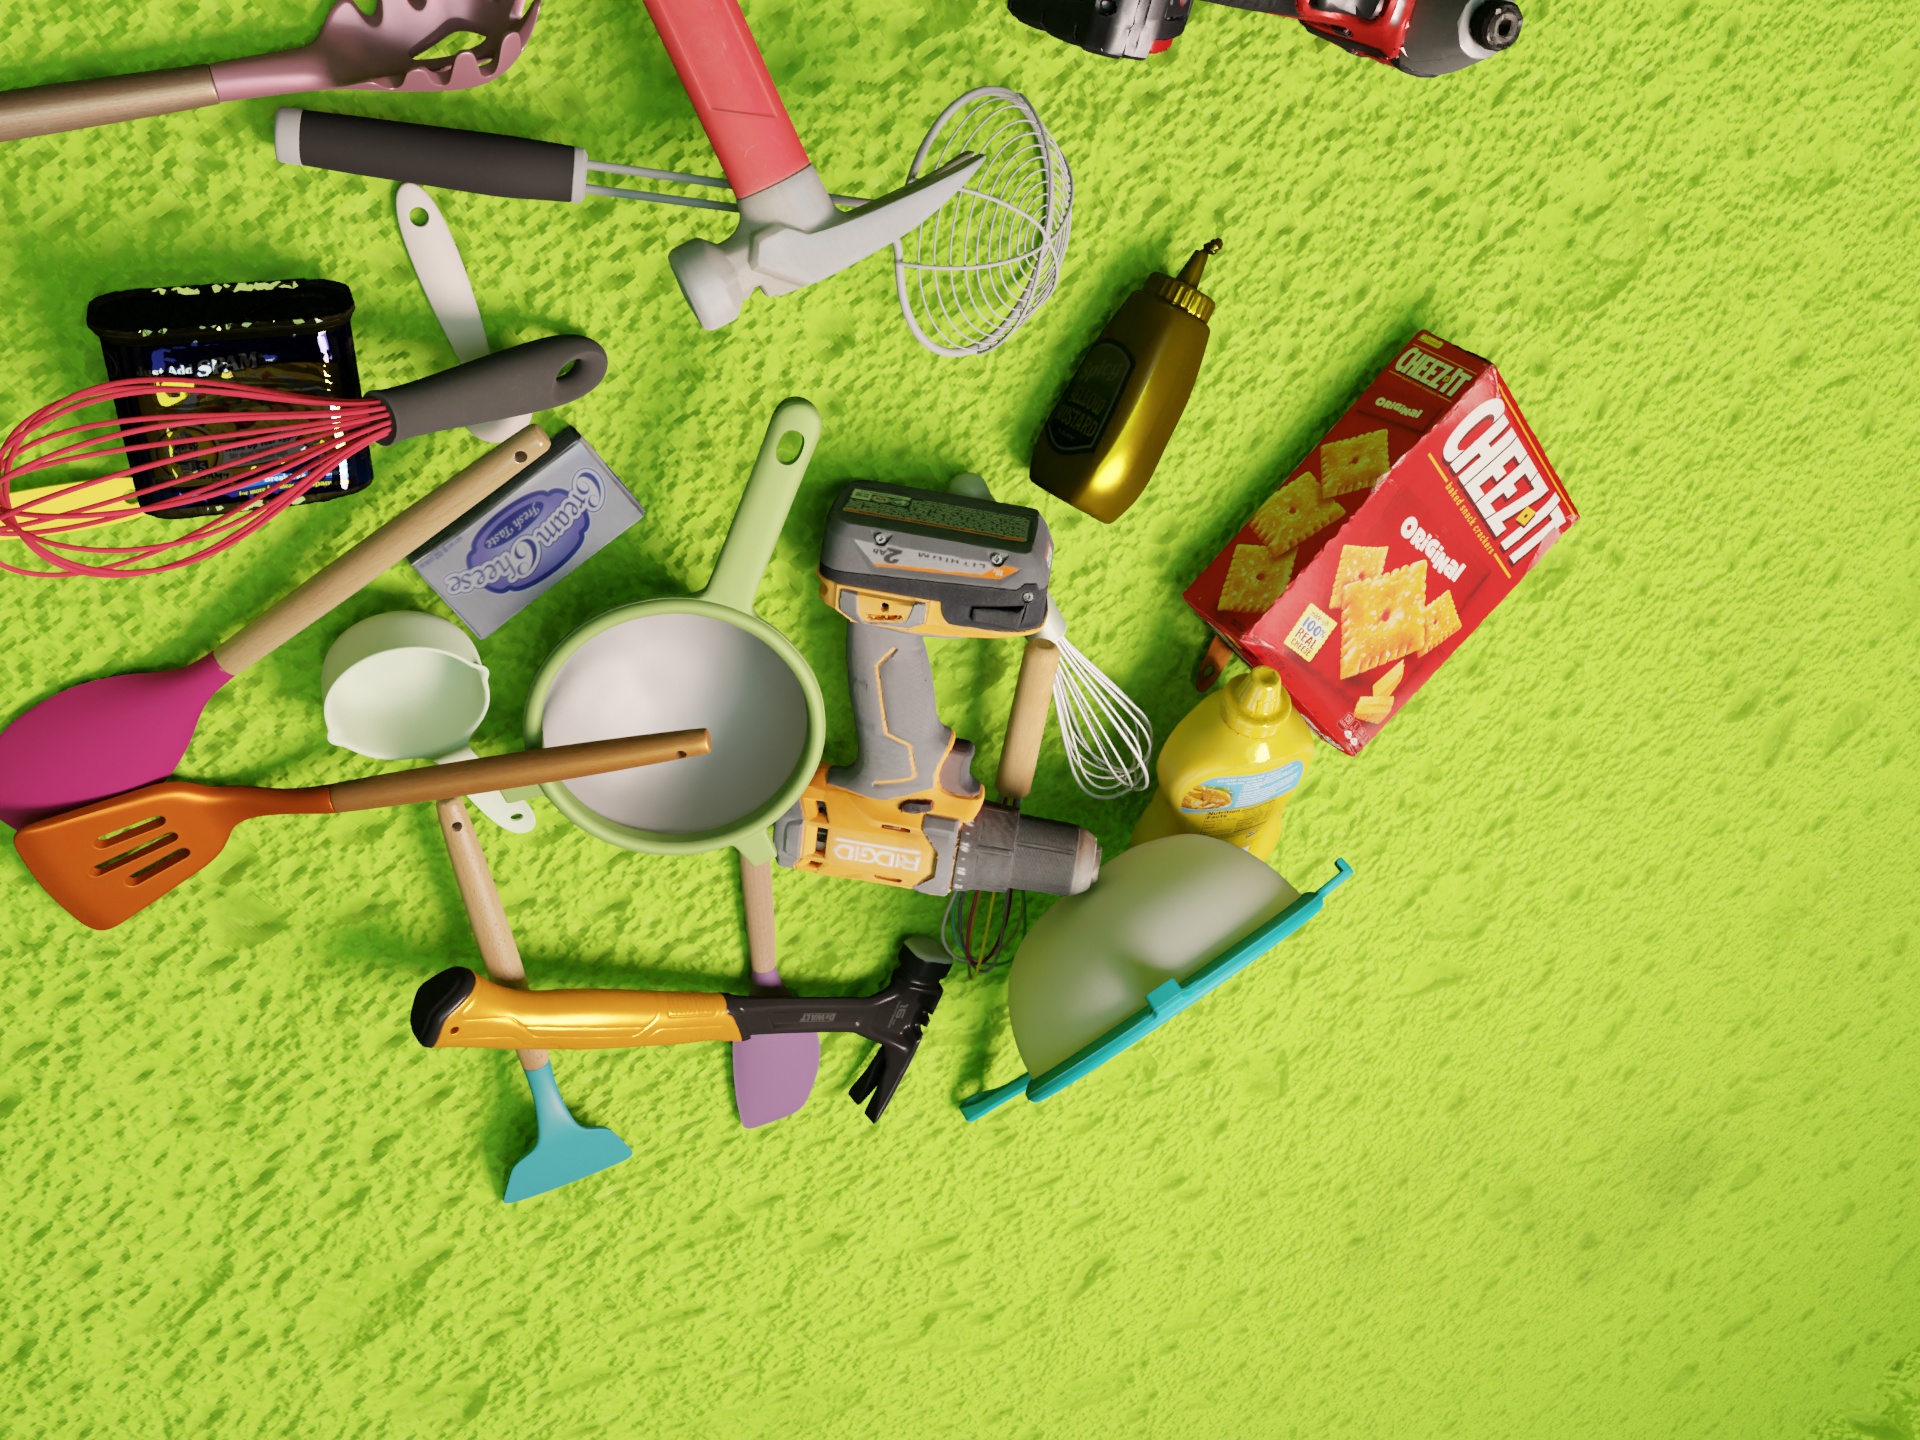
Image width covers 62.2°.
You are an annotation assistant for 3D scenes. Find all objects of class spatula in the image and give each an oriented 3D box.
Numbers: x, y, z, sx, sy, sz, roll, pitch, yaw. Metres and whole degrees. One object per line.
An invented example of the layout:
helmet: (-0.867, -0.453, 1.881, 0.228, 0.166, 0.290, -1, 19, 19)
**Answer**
spatula: (-0.118, 0.127, 0.960, 0.059, 0.018, 0.315, -16, 126, -23)
spatula: (-0.251, 0.168, 0.901, 0.082, 0.044, 0.317, -17, 124, -17)
spatula: (-0.281, 0.041, 0.775, 0.322, 0.041, 0.080, -9, 137, 0)

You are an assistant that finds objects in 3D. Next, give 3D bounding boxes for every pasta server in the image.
pasta server: (-0.321, -0.249, 0.618, 0.316, 0.060, 0.040, -16, 161, -15)

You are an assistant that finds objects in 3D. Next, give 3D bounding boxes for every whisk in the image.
whisk: (0.053, -0.044, 0.927, 0.059, 0.058, 0.246, -39, 124, -10)
whisk: (-0.252, -0.119, 0.645, 0.296, 0.073, 0.073, -33, 137, -49)
whisk: (0.028, 0.061, 0.954, 0.047, 0.051, 0.244, -44, 151, -52)

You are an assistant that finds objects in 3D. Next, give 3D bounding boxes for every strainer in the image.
strainer: (-0.127, -0.053, 0.806, 0.151, 0.069, 0.256, 17, 114, -20)
strainer: (0.073, 0.162, 0.996, 0.211, 0.095, 0.340, -25, 167, -42)

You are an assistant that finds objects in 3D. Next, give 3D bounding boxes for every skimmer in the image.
skimmer: (-0.115, -0.244, 0.732, 0.363, 0.090, 0.127, 2, 113, -17)

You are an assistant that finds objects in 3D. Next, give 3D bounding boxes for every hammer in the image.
hammer: (-0.124, -0.356, 0.608, 0.143, 0.038, 0.386, -28, 117, -4)
hammer: (-0.156, 0.179, 0.928, 0.336, 0.034, 0.127, 10, 110, -41)

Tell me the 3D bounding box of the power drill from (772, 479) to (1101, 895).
power drill: (-0.001, -0.003, 0.865, 0.185, 0.084, 0.226, 10, 118, 2)

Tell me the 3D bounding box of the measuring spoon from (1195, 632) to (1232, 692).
measuring spoon: (0.170, -0.069, 0.996, 0.021, 0.011, 0.116, 1, 122, -35)

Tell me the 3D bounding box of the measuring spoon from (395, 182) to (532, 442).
measuring spoon: (-0.226, -0.181, 0.719, 0.034, 0.018, 0.124, -23, 126, -13)

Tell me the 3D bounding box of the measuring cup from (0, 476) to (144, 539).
measuring cup: (-0.424, -0.089, 0.676, 0.156, 0.029, 0.062, -15, 125, -33)

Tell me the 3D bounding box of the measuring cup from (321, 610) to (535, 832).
measuring cup: (-0.260, 0.004, 0.809, 0.083, 0.038, 0.167, -25, 144, -1)

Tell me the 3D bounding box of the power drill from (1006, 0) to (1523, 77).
power drill: (0.146, -0.342, 0.734, 0.219, 0.143, 0.078, -2, 122, -23)

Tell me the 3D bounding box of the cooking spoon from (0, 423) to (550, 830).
cooking spoon: (-0.321, -0.041, 0.738, 0.319, 0.017, 0.068, -35, 128, 4)
